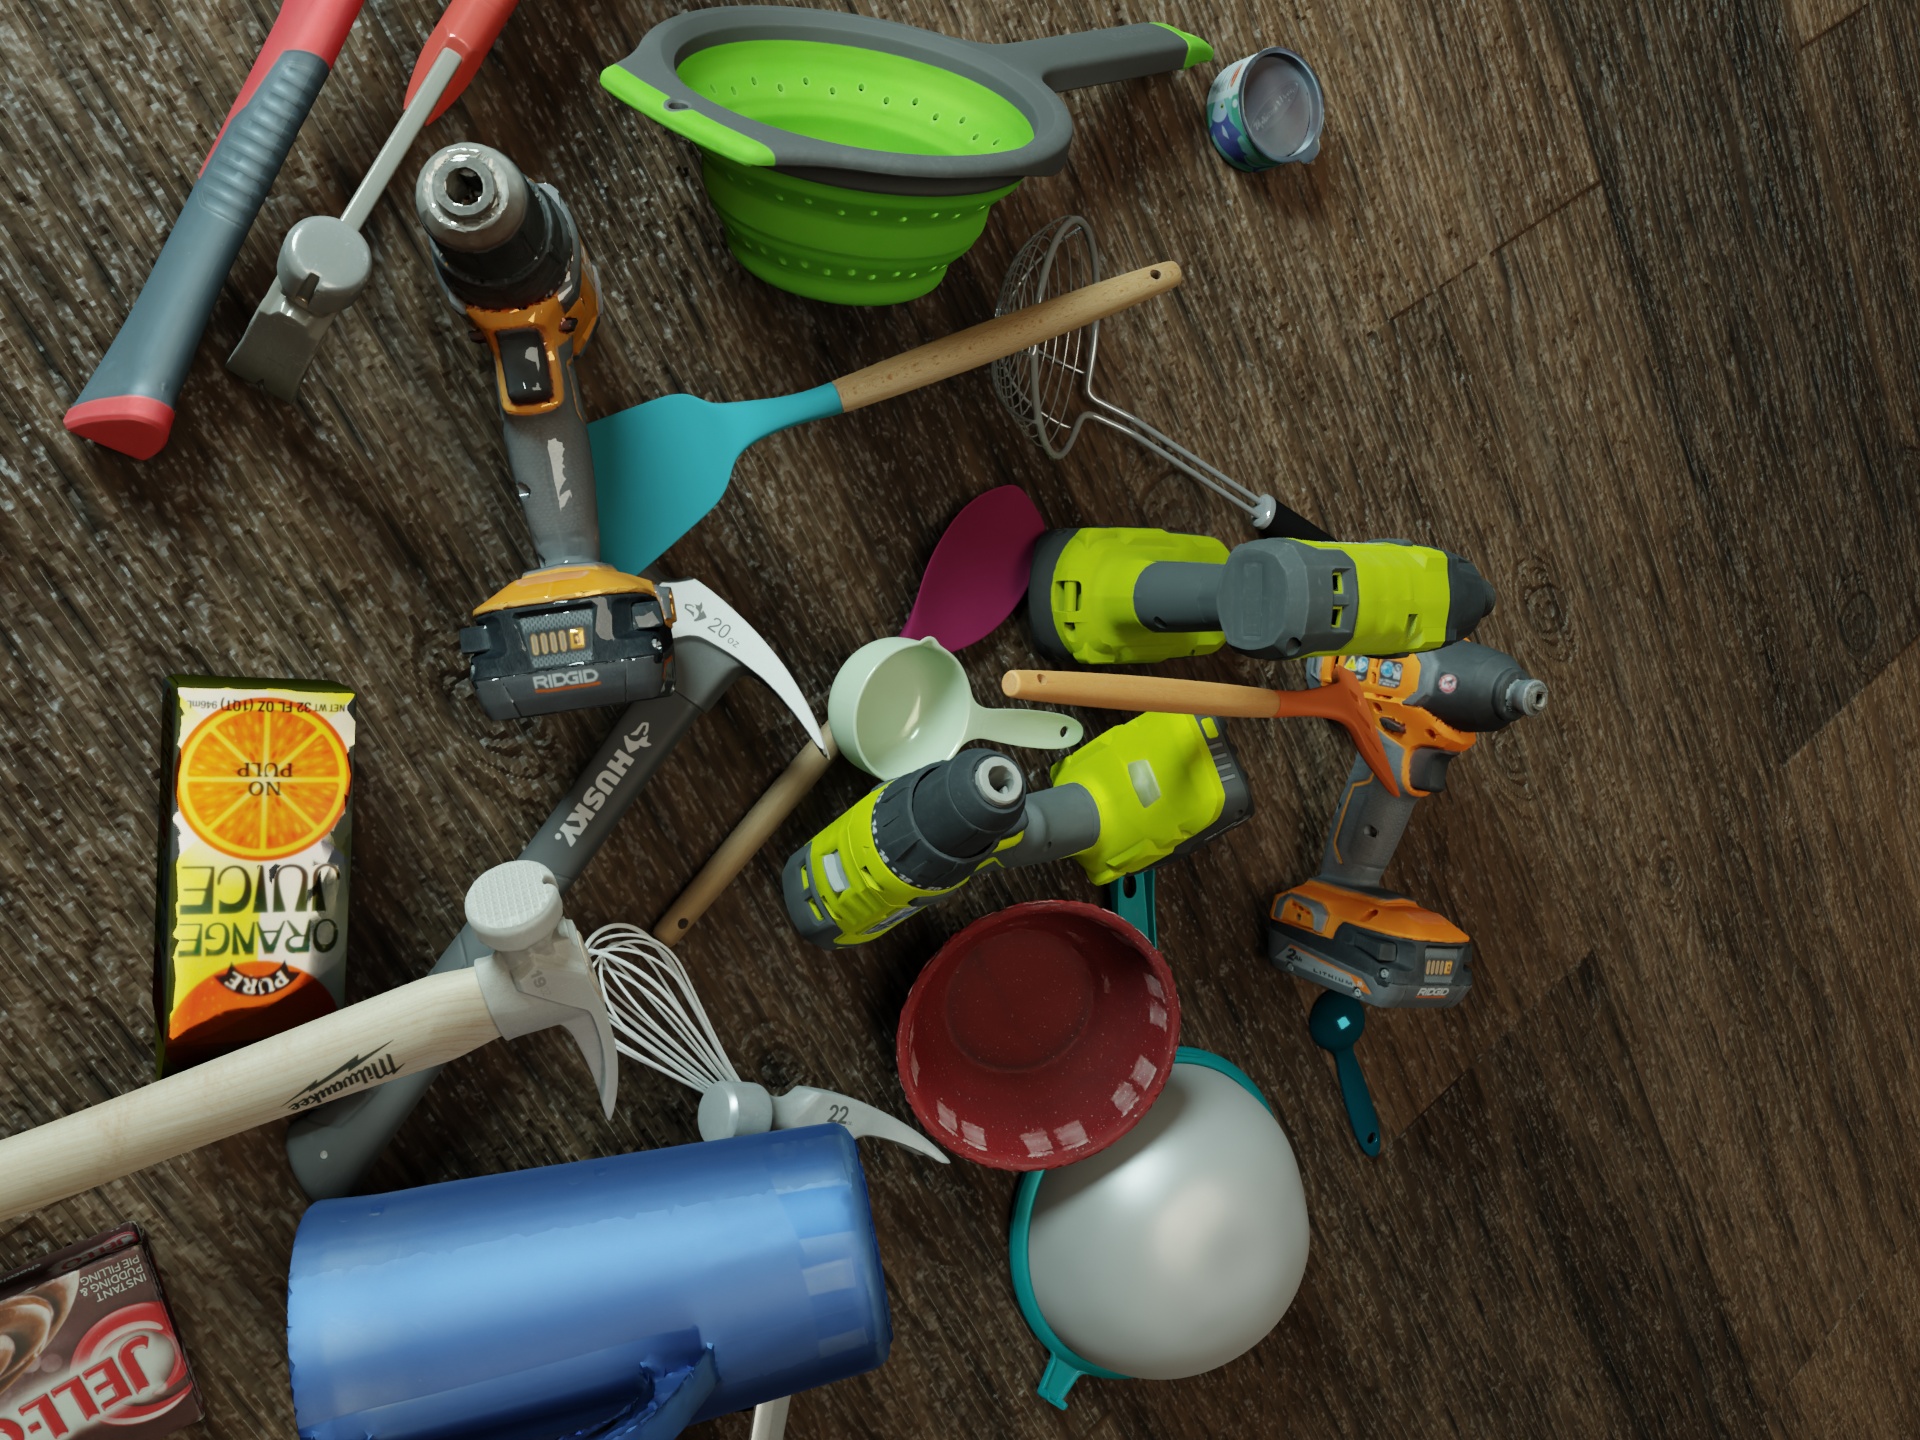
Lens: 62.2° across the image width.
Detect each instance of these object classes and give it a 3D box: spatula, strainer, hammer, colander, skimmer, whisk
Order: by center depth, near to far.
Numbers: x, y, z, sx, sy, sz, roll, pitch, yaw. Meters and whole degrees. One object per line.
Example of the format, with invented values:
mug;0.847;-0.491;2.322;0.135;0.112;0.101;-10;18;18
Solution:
hammer;-0.348;0.179;0.651;0.410;0.038;0.146;-18;134;-11
hammer;-0.282;-0.293;0.671;0.038;0.143;0.386;25;94;-54
hammer;-0.216;-0.305;0.702;0.036;0.149;0.359;31;68;-25
hammer;-0.200;0.085;0.754;0.146;0.035;0.335;34;82;6
spatula;-0.037;-0.163;0.775;0.317;0.044;0.082;-22;78;-10
hammer;-0.097;0.390;0.800;0.144;0.035;0.405;16;80;-38
colander;0.000;-0.294;0.820;0.397;0.205;0.094;-29;144;-40
spatula;0.140;-0.005;0.832;0.322;0.041;0.081;3;63;-40
whisk;-0.119;0.197;0.832;0.246;0.058;0.059;54;39;-27
skimmer;0.156;-0.155;0.924;0.363;0.090;0.127;27;67;-30
strainer;0.135;0.250;0.953;0.211;0.095;0.340;-11;102;-28

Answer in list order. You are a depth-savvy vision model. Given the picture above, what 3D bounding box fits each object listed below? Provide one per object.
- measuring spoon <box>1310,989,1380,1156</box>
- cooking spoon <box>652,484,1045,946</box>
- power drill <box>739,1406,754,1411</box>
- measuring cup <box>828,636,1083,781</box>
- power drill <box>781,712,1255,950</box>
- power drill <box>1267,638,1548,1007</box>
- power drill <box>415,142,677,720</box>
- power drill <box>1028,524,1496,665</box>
measuring spoon;0.269;0.241;1.070;0.042;0.021;0.128;-26;106;-25
cooking spoon;-0.057;-0.005;0.861;0.319;0.017;0.068;-51;126;-16
power drill;-0.184;0.411;0.801;0.187;0.080;0.227;9;88;-31
measuring cup;-0.001;-0.003;0.871;0.167;0.038;0.083;7;98;-42
power drill;0.039;0.048;0.829;0.228;0.190;0.080;-11;74;-34
power drill;0.274;0.057;0.975;0.084;0.164;0.226;7;94;-32
power drill;-0.176;-0.116;0.667;0.084;0.185;0.226;-9;92;-6
power drill;0.157;-0.066;0.854;0.171;0.223;0.080;-3;96;-35
